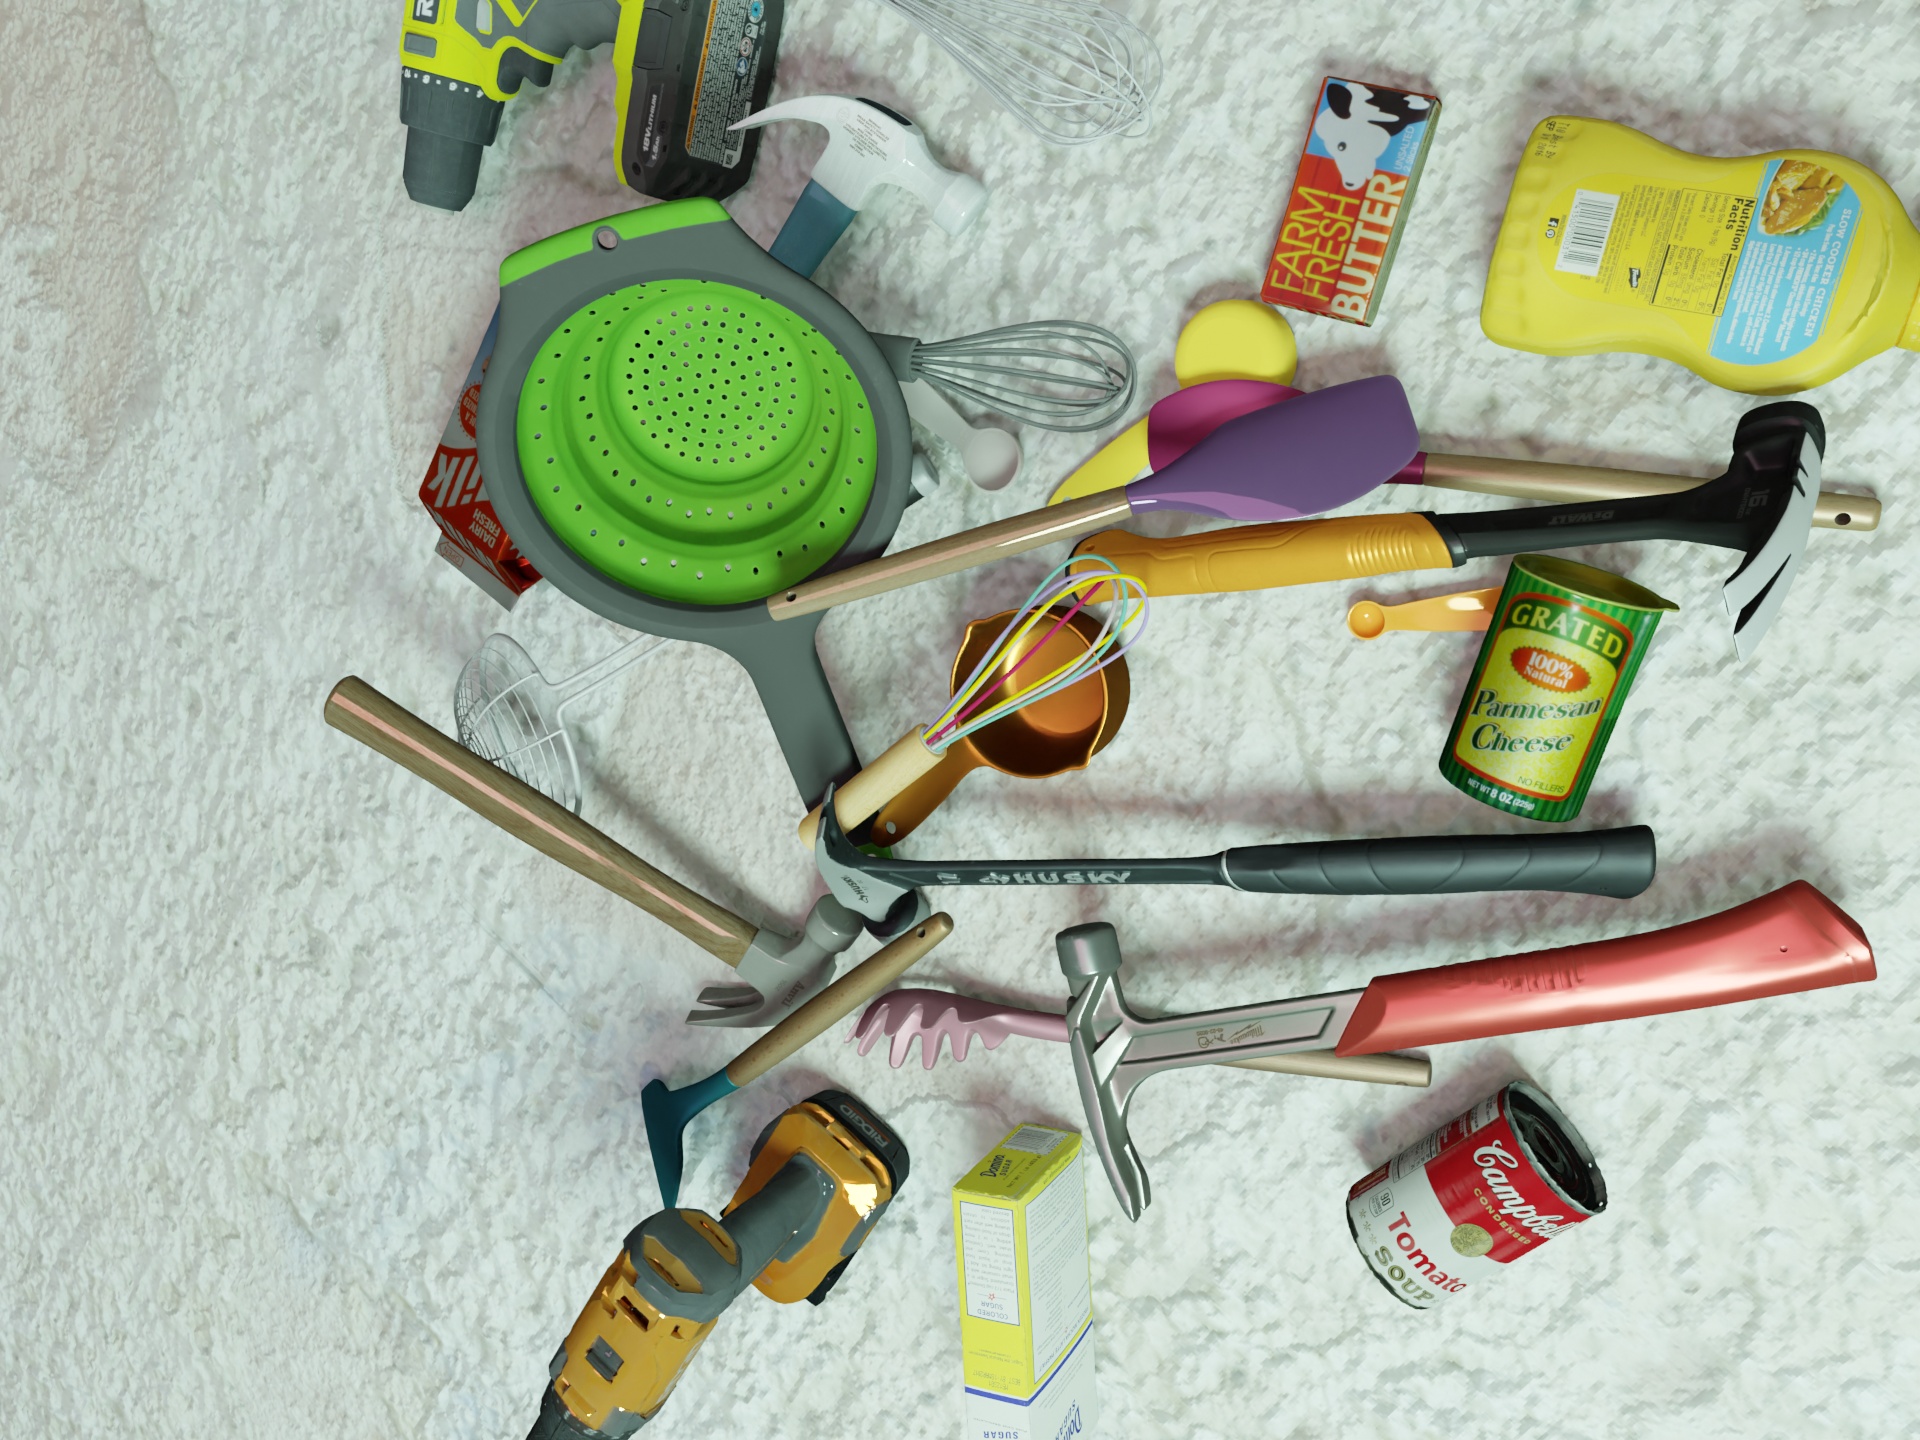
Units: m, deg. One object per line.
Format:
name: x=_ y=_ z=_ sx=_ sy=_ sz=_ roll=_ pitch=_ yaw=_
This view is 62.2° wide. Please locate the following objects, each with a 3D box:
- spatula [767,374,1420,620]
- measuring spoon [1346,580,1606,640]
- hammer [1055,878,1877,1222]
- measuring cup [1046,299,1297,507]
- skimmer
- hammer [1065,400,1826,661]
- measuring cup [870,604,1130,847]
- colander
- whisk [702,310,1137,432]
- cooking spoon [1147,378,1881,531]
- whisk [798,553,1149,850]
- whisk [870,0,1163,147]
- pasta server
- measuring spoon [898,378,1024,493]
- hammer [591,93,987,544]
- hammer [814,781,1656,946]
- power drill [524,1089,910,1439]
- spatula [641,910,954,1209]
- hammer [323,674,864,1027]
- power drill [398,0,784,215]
spatula: x=0.055 y=-0.094 z=0.748 sx=0.316 sy=0.018 sz=0.060 roll=-15 pitch=71 yaw=13
measuring spoon: x=0.241 y=-0.052 z=0.746 sx=0.117 sy=0.011 sz=0.021 roll=-4 pitch=104 yaw=24
hammer: x=0.221 y=0.141 z=0.735 sx=0.359 sy=0.036 sz=0.149 roll=-14 pitch=90 yaw=25
measuring cup: x=0.096 y=-0.147 z=0.788 sx=0.156 sy=0.029 sz=0.062 roll=-39 pitch=81 yaw=25
skimmer: x=-0.158 y=-0.053 z=0.935 sx=0.363 sy=0.090 sz=0.127 roll=-29 pitch=83 yaw=18
hammer: x=0.186 y=-0.073 z=0.700 sx=0.337 sy=0.127 sz=0.034 roll=-1 pitch=131 yaw=40
measuring cup: x=0.018 y=0.009 z=0.844 sx=0.173 sy=0.052 sz=0.095 roll=-45 pitch=78 yaw=28
colander: x=-0.105 y=-0.083 z=0.831 sx=0.204 sy=0.095 sz=0.396 roll=-14 pitch=124 yaw=6
whisk: x=-0.025 y=-0.187 z=0.814 sx=0.239 sy=0.055 sz=0.055 roll=11 pitch=104 yaw=16
cooking spoon: x=0.237 y=-0.111 z=0.721 sx=0.319 sy=0.017 sz=0.068 roll=10 pitch=127 yaw=21
whisk: x=-0.003 y=-0.003 z=0.799 sx=0.245 sy=0.047 sz=0.051 roll=-38 pitch=82 yaw=31
whisk: x=-0.018 y=-0.360 z=0.799 sx=0.285 sy=0.070 sz=0.070 roll=35 pitch=113 yaw=23
pasta server: x=0.086 y=0.175 z=0.846 sx=0.316 sy=0.060 sz=0.040 roll=2 pitch=62 yaw=24
measuring spoon: x=-0.010 y=-0.165 z=0.851 sx=0.124 sy=0.018 sz=0.034 roll=43 pitch=117 yaw=21
hammer: x=-0.130 y=-0.198 z=0.883 sx=0.128 sy=0.033 sz=0.331 roll=40 pitch=118 yaw=-2
hammer: x=0.118 y=0.070 z=0.779 sx=0.409 sy=0.149 sz=0.036 roll=-3 pitch=60 yaw=21
power drill: x=-0.138 y=0.316 z=0.876 sx=0.084 sy=0.226 sz=0.185 roll=38 pitch=113 yaw=16
spatula: x=-0.105 y=0.190 z=0.913 sx=0.317 sy=0.044 sz=0.082 roll=-39 pitch=56 yaw=31
hammer: x=-0.223 y=0.075 z=0.928 sx=0.331 sy=0.031 sz=0.130 roll=32 pitch=125 yaw=-2
power drill: x=-0.222 y=-0.363 z=0.887 sx=0.229 sy=0.080 sz=0.190 roll=22 pitch=108 yaw=25
